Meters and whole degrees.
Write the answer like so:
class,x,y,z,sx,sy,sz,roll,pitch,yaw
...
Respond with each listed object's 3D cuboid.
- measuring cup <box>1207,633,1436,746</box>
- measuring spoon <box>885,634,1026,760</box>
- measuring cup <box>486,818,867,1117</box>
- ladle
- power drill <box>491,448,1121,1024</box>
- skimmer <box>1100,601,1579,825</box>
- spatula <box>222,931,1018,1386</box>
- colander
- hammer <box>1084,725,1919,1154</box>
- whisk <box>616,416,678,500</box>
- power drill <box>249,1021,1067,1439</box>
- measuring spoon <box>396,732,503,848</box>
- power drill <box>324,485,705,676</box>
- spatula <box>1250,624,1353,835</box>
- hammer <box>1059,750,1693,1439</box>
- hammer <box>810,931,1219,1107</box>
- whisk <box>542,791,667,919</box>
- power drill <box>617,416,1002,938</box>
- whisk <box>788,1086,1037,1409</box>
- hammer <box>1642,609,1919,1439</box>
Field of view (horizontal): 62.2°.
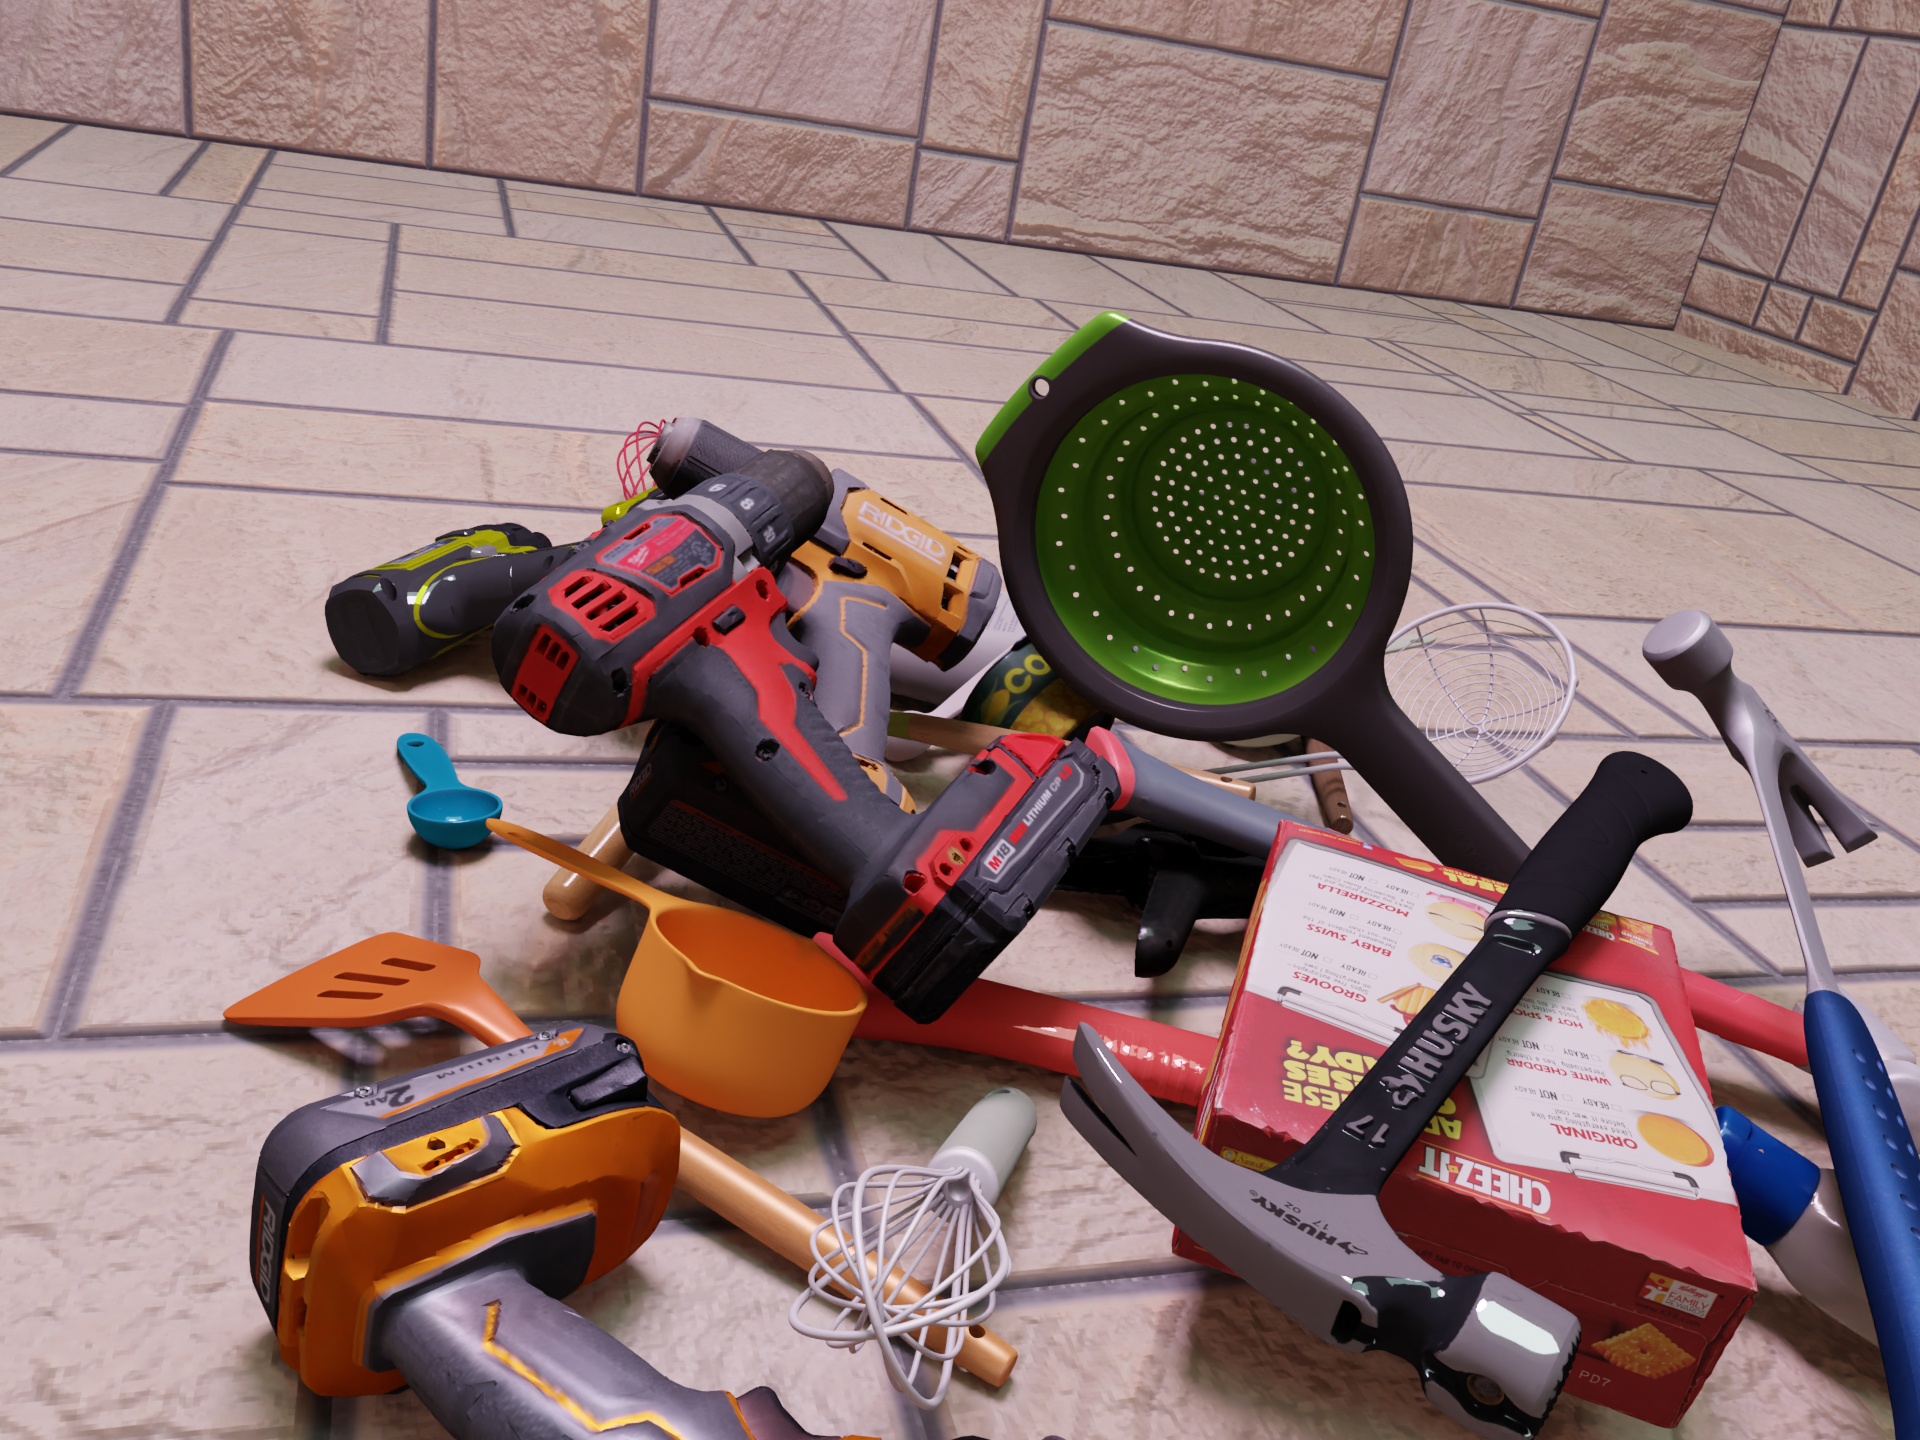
class,x,y,z,sx,sy,sz,roll,pitch,yaw
measuring cup,0.225,-0.021,0.995,0.167,0.038,0.083,-13,23,-16
measuring spoon,0.004,-0.021,0.893,0.124,0.018,0.034,-38,34,-12
measuring cup,-0.121,0.094,0.609,0.174,0.052,0.095,24,7,18
ladle,-0.001,-0.003,0.830,0.320,0.062,0.078,12,31,25
power drill,-0.049,-0.011,0.642,0.227,0.080,0.188,40,43,2
skimmer,0.170,0.003,0.867,0.363,0.090,0.127,-8,38,-23
spatula,-0.122,0.147,0.563,0.323,0.041,0.081,26,28,21
colander,0.185,-0.040,0.815,0.397,0.204,0.094,47,31,-2
hammer,0.237,0.085,0.736,0.386,0.038,0.143,21,14,7
whisk,-0.209,-0.136,1.093,0.073,0.073,0.296,6,32,-10
power drill,-0.079,0.183,0.437,0.164,0.084,0.227,-11,36,-43
measuring spoon,-0.252,0.034,0.764,0.042,0.021,0.129,-5,20,-28
power drill,-0.215,-0.087,0.890,0.223,0.080,0.171,-6,19,23
spatula,0.226,-0.006,1.026,0.060,0.018,0.316,11,25,1
hammer,0.187,0.081,0.556,0.149,0.036,0.409,25,29,27
hammer,0.112,0.141,0.650,0.359,0.036,0.149,13,25,5
whisk,-0.122,0.005,0.766,0.047,0.051,0.245,21,45,13
power drill,-0.085,-0.034,0.741,0.185,0.084,0.226,29,49,-15
whisk,-0.001,0.147,0.493,0.058,0.059,0.246,-21,-6,8
hammer,0.335,0.108,0.607,0.144,0.035,0.406,45,33,-15
